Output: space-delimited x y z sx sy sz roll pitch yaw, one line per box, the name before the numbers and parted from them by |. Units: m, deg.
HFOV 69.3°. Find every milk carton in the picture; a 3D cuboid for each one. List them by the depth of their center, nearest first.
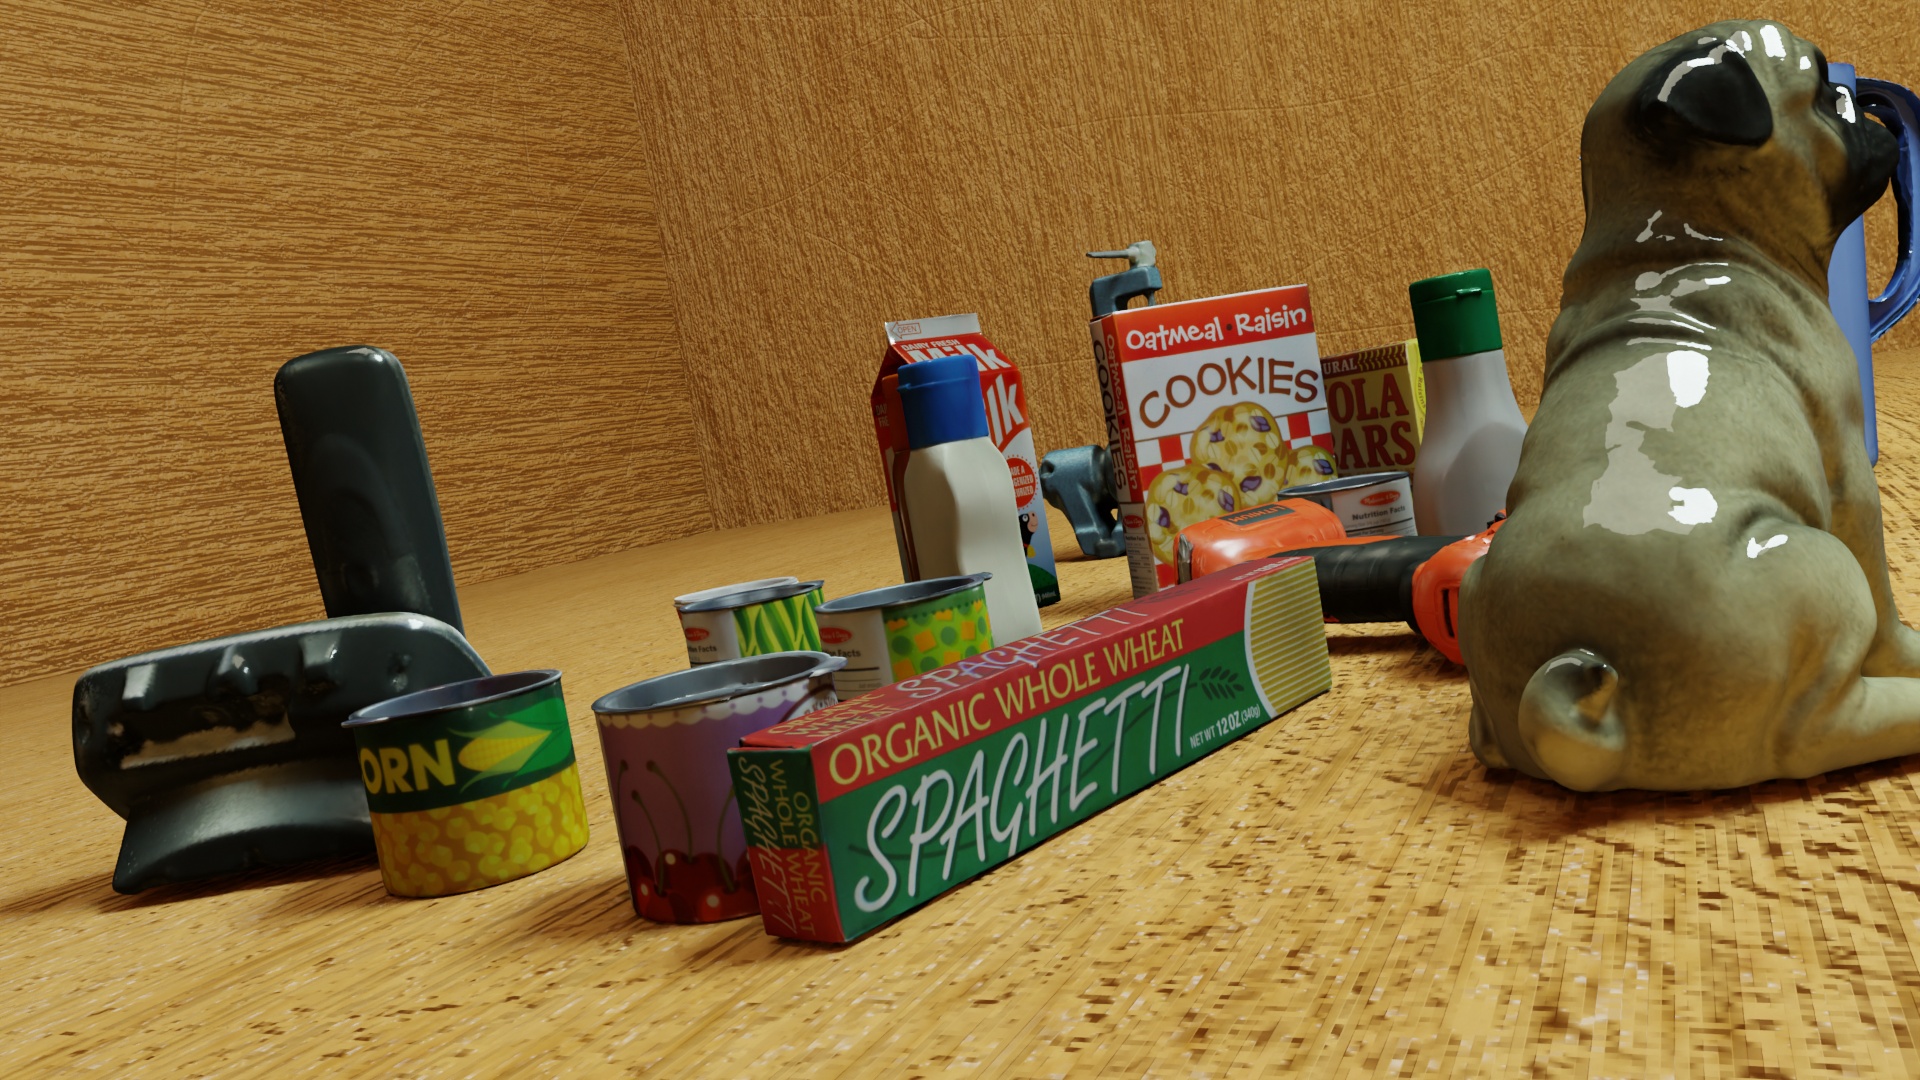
milk carton | -0.001 -0.047 0.877 0.072 0.190 0.073 -12 4 -33

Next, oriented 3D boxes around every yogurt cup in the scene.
yogurt cup | -0.117 0.052 0.753 0.072 0.054 0.072 -10 4 1

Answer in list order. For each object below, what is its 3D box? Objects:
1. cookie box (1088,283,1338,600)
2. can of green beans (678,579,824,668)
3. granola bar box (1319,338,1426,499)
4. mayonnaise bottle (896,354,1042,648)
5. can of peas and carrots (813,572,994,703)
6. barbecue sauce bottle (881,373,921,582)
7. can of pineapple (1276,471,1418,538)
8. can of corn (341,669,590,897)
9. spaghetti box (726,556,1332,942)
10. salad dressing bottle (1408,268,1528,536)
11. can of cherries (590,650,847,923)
cookie box | 0.147 -0.054 0.789 0.123 0.167 0.040 -11 4 -17
can of green beans | -0.091 0.053 0.637 0.071 0.057 0.071 -10 4 1
granola bar box | 0.236 -0.052 0.847 0.039 0.124 0.165 -11 4 -25
mayonnaise bottle | 0.002 -0.008 0.625 0.041 0.148 0.064 -12 4 -27
can of peas and carrots | -0.016 0.047 0.532 0.071 0.058 0.071 -10 4 1
barbecue sauce bottle | -0.009 -0.011 0.692 0.043 0.148 0.065 -9 3 12
can of pineapple | 0.198 -0.002 0.708 0.071 0.058 0.071 -10 4 1
can of corn | -0.160 0.078 0.452 0.071 0.058 0.071 -10 4 1
spaghetti box | 0.039 0.050 0.414 0.028 0.050 0.251 -7 5 42
salad dressing bottle | 0.238 -0.050 0.642 0.064 0.147 0.044 -10 3 -4
can of cherries | -0.061 0.066 0.382 0.071 0.058 0.071 -10 4 1
